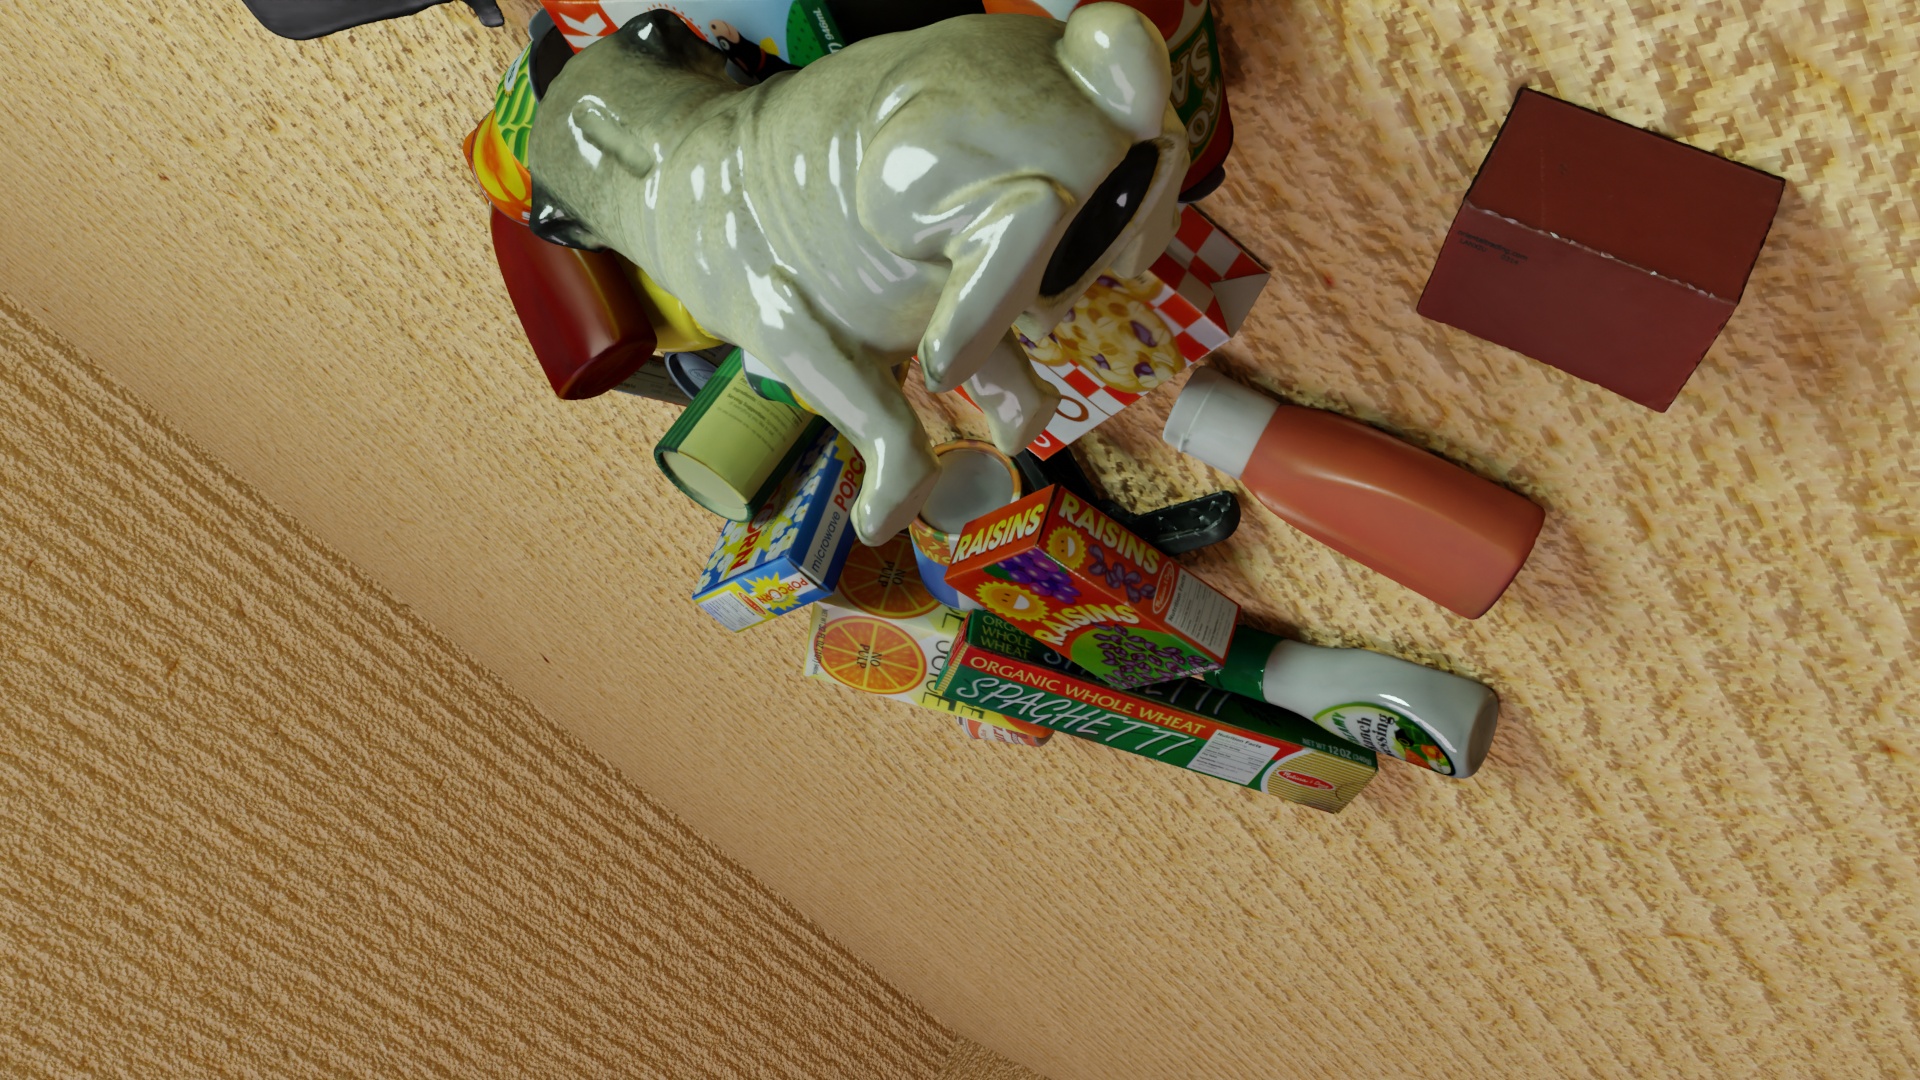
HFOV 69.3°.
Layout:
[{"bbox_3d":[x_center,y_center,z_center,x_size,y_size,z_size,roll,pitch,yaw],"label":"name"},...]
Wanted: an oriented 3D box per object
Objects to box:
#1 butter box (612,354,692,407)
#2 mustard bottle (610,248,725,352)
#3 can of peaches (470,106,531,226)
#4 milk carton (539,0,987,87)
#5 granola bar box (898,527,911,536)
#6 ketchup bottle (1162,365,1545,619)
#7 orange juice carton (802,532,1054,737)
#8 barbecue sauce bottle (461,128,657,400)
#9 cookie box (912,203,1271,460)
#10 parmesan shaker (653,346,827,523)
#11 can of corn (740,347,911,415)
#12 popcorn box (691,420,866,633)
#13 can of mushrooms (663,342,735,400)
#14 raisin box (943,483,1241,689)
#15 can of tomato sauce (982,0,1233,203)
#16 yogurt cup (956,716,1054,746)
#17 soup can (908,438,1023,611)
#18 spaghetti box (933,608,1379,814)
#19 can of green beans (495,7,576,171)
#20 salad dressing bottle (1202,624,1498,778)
[{"bbox_3d":[-0.199,-0.103,0.852,0.053,0.024,0.103,22,-173,25],"label":"butter box"},{"bbox_3d":[-0.157,-0.134,0.762,0.160,0.049,0.065,15,146,37],"label":"mustard bottle"},{"bbox_3d":[-0.197,-0.189,0.678,0.071,0.071,0.058,44,155,-23],"label":"can of peaches"},{"bbox_3d":[-0.082,-0.191,0.513,0.190,0.074,0.072,16,151,37],"label":"milk carton"},{"bbox_3d":[-0.071,0.008,0.948,0.124,0.039,0.165,36,157,-6],"label":"granola bar box"},{"bbox_3d":[0.156,-0.023,0.569,0.149,0.044,0.064,29,156,13],"label":"ketchup bottle"},{"bbox_3d":[0.009,0.059,0.837,0.193,0.073,0.071,15,134,1],"label":"orange juice carton"},{"bbox_3d":[-0.217,-0.152,0.735,0.064,0.044,0.148,-33,80,31],"label":"barbecue sauce bottle"},{"bbox_3d":[0.031,-0.106,0.578,0.123,0.040,0.167,38,156,-9],"label":"cookie box"},{"bbox_3d":[-0.115,-0.070,0.763,0.071,0.103,0.071,28,157,13],"label":"parmesan shaker"},{"bbox_3d":[-0.065,-0.095,0.697,0.058,0.071,0.071,19,154,30],"label":"can of corn"},{"bbox_3d":[-0.094,-0.015,0.790,0.085,0.127,0.038,-23,126,40],"label":"popcorn box"},{"bbox_3d":[-0.139,-0.100,0.829,0.071,0.033,0.070,28,156,13],"label":"can of mushrooms"},{"bbox_3d":[0.066,0.026,0.700,0.123,0.040,0.086,32,153,-22],"label":"raisin box"},{"bbox_3d":[0.046,-0.151,0.426,0.071,0.071,0.082,19,153,31],"label":"can of tomato sauce"},{"bbox_3d":[0.039,0.113,0.984,0.054,0.073,0.072,12,150,26],"label":"yogurt cup"},{"bbox_3d":[0.003,-0.010,0.779,0.071,0.071,0.083,26,156,19],"label":"soup can"},{"bbox_3d":[0.111,0.098,0.780,0.250,0.029,0.049,18,134,-9],"label":"spaghetti box"},{"bbox_3d":[-0.170,-0.198,0.626,0.071,0.071,0.057,44,156,-24],"label":"can of green beans"},{"bbox_3d":[0.198,0.078,0.719,0.148,0.044,0.064,16,153,37],"label":"salad dressing bottle"}]
